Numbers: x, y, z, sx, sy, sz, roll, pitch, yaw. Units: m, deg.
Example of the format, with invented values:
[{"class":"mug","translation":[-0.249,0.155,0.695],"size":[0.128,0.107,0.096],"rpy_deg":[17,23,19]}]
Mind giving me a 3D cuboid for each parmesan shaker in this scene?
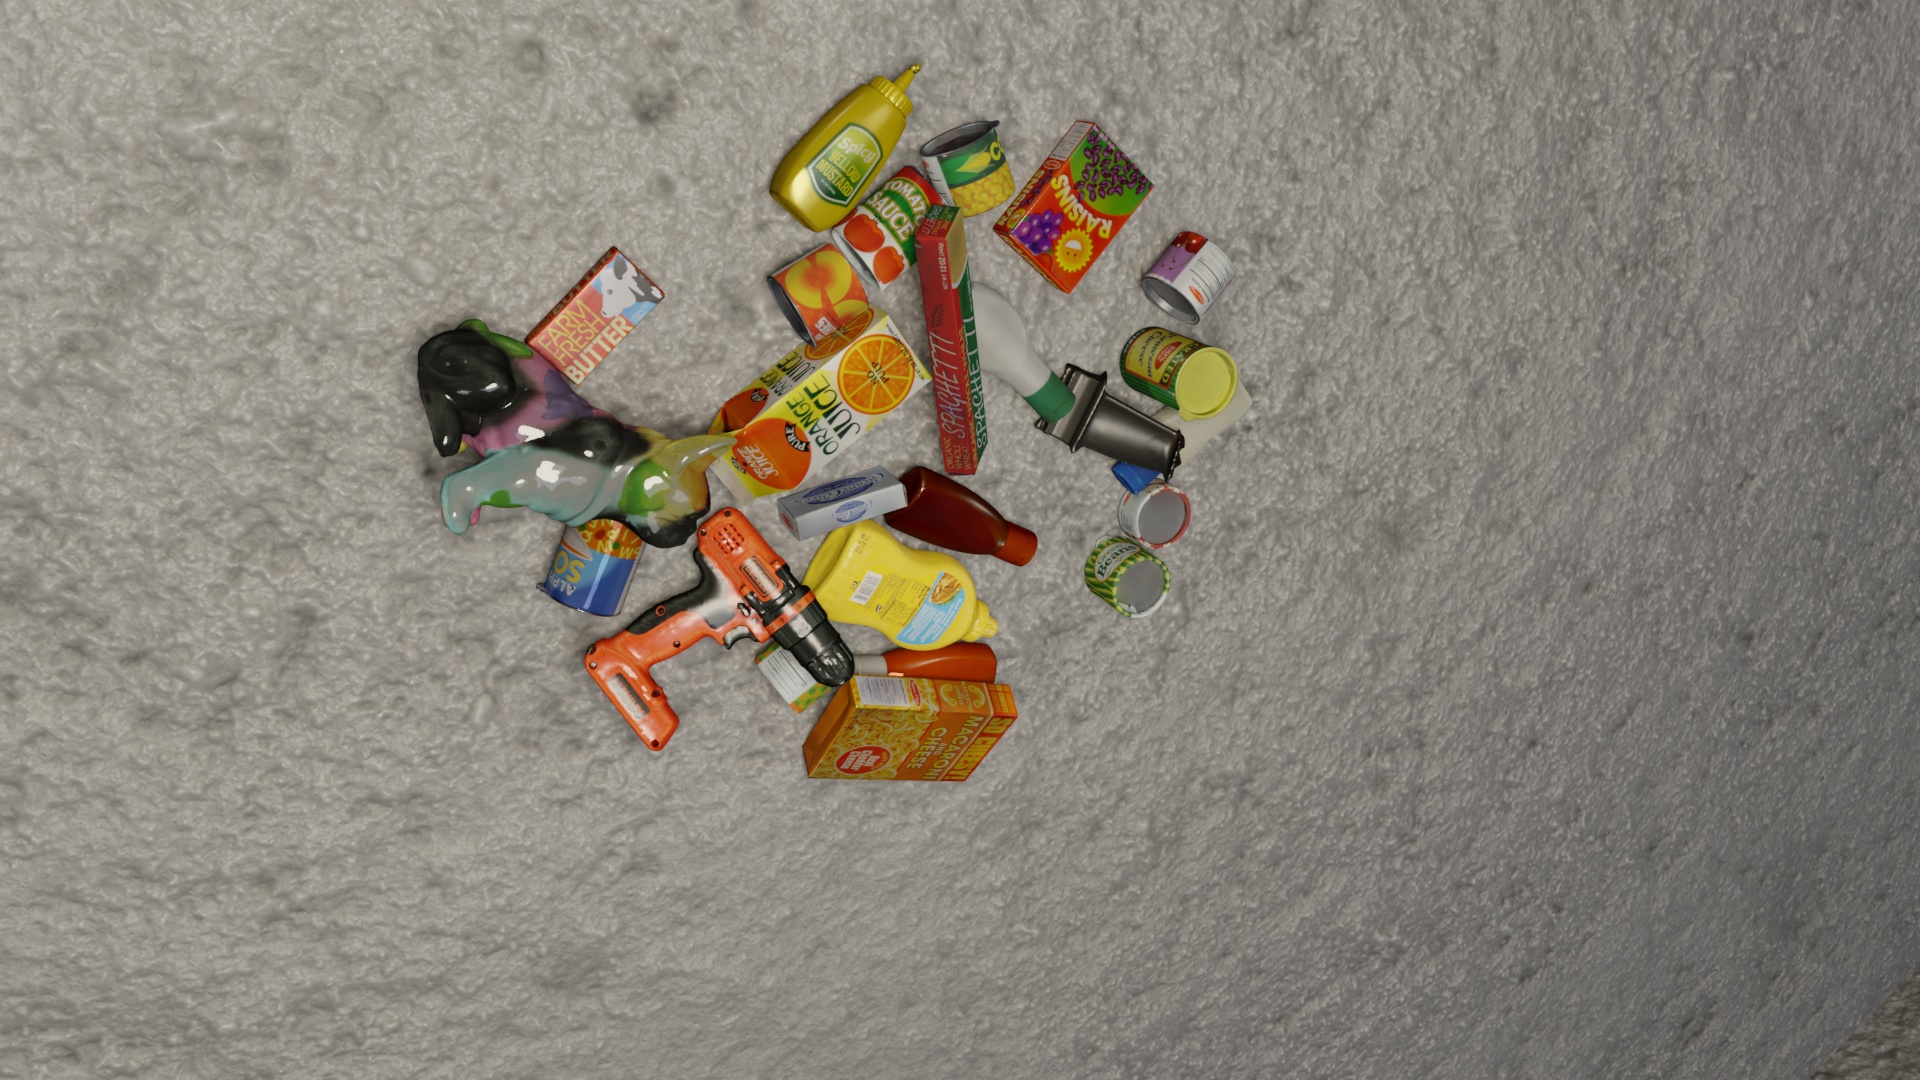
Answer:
[{"class":"parmesan shaker","translation":[0.198,-0.155,1.285],"size":[0.071,0.103,0.071],"rpy_deg":[-9,112,-22]}]

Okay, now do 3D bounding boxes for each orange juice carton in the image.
[{"class":"orange juice carton","translation":[-0.127,-0.112,1.164],"size":[0.193,0.073,0.071],"rpy_deg":[-39,121,-7]}]

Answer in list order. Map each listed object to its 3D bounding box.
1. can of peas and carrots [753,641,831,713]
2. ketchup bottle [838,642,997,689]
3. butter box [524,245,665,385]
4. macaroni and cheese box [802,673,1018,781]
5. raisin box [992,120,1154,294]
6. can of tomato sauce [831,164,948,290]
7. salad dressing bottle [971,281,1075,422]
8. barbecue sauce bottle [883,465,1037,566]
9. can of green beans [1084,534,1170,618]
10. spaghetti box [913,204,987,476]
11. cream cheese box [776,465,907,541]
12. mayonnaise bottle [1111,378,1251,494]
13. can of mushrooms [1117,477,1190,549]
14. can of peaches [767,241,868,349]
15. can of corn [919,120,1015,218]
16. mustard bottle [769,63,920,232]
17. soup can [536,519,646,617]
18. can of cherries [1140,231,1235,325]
[{"class":"can of peas and carrots","translation":[-0.142,0.113,1.249],"size":[0.059,0.071,0.070],"rpy_deg":[-39,121,-7]},{"class":"ketchup bottle","translation":[-0.042,0.127,1.312],"size":[0.149,0.044,0.064],"rpy_deg":[3,120,-26]},{"class":"butter box","translation":[-0.287,-0.176,1.092],"size":[0.103,0.024,0.053],"rpy_deg":[-47,122,-3]},{"class":"macaroni and cheese box","translation":[-0.047,0.177,1.300],"size":[0.167,0.040,0.123],"rpy_deg":[7,138,-28]},{"class":"raisin box","translation":[0.100,-0.293,1.223],"size":[0.086,0.040,0.123],"rpy_deg":[38,91,-32]},{"class":"can of tomato sauce","translation":[-0.055,-0.258,1.145],"size":[0.083,0.071,0.071],"rpy_deg":[-41,121,-5]},{"class":"salad dressing bottle","translation":[0.044,-0.165,1.236],"size":[0.064,0.044,0.147],"rpy_deg":[-44,117,5]},{"class":"barbecue sauce bottle","translation":[0.005,-0.016,1.277],"size":[0.148,0.044,0.064],"rpy_deg":[24,126,-32]},{"class":"can of green beans","translation":[0.164,0.036,1.368],"size":[0.071,0.058,0.071],"rpy_deg":[-9,113,-22]},{"class":"spaghetti box","translation":[-0.006,-0.162,1.174],"size":[0.029,0.050,0.248],"rpy_deg":[7,135,15]},{"class":"cream cheese box","translation":[-0.104,-0.033,1.217],"size":[0.104,0.053,0.024],"rpy_deg":[-19,118,-18]},{"class":"mayonnaise bottle","translation":[0.211,-0.107,1.347],"size":[0.148,0.041,0.064],"rpy_deg":[-42,120,-4]},{"class":"can of mushrooms","translation":[0.194,-0.027,1.373],"size":[0.071,0.033,0.070],"rpy_deg":[-9,112,-22]},{"class":"can of peaches","translation":[-0.115,-0.201,1.139],"size":[0.058,0.071,0.071],"rpy_deg":[-35,120,-11]},{"class":"can of corn","translation":[0.009,-0.309,1.157],"size":[0.071,0.071,0.058],"rpy_deg":[-30,120,-12]},{"class":"mustard bottle","translation":[-0.084,-0.324,1.118],"size":[0.065,0.049,0.160],"rpy_deg":[39,90,-33]},{"class":"soup can","translation":[-0.297,0.011,1.134],"size":[0.071,0.071,0.083],"rpy_deg":[17,101,-30]},{"class":"can of cherries","translation":[0.208,-0.242,1.278],"size":[0.071,0.071,0.058],"rpy_deg":[42,82,-31]}]
